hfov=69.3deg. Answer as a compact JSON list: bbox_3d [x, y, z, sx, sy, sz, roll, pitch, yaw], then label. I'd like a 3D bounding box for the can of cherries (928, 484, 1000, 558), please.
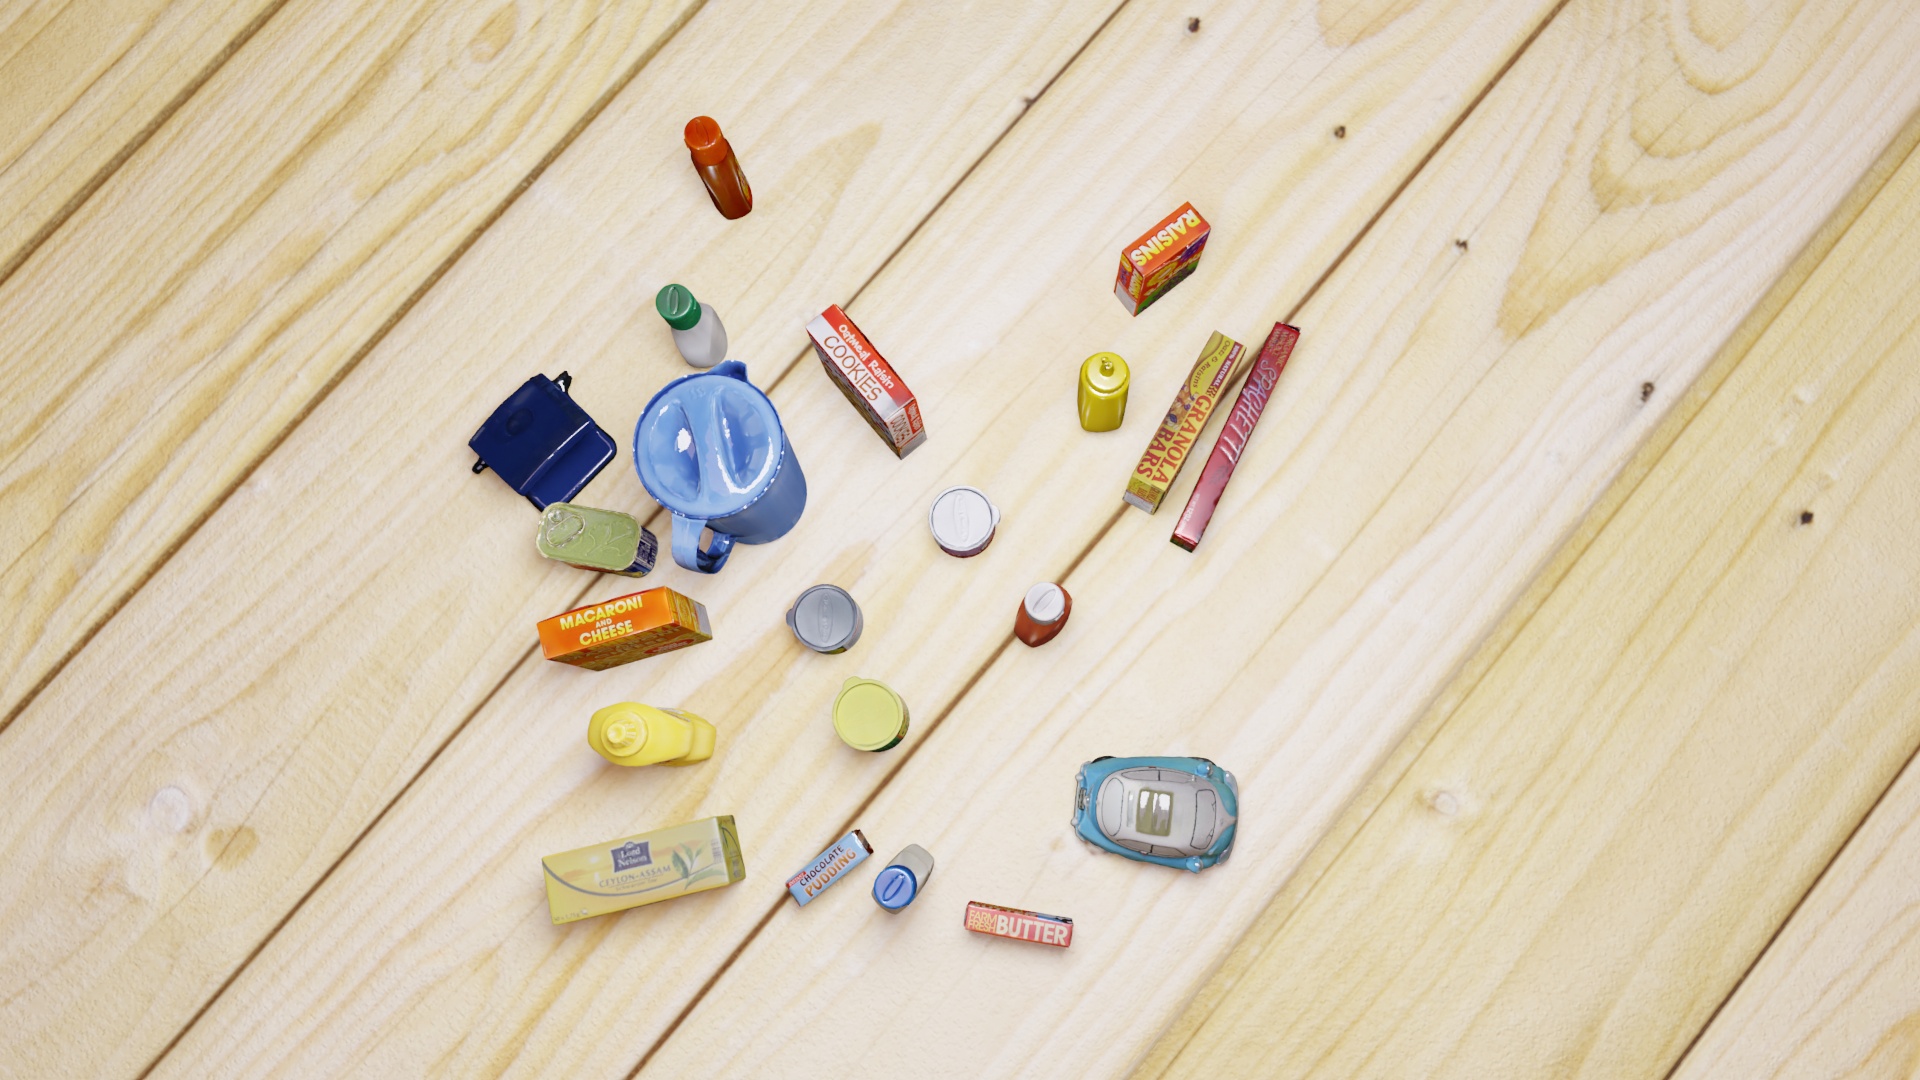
[{"bbox_3d":[0.005,-0.017,1.395,0.071,0.058,0.071,0,80,2],"label":"can of cherries"}]

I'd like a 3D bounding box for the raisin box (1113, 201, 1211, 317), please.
[{"bbox_3d":[0.202,-0.282,1.402,0.086,0.123,0.040,-37,81,-4],"label":"raisin box"}]

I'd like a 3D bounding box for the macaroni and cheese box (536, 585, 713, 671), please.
[{"bbox_3d":[-0.318,0.086,1.333,0.124,0.166,0.040,-16,80,-1],"label":"macaroni and cheese box"}]

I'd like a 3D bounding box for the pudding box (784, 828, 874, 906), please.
[{"bbox_3d":[-0.126,0.316,1.344,0.084,0.049,0.030,-37,81,-4],"label":"pudding box"}]

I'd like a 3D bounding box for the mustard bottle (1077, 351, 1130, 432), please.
[{"bbox_3d":[0.141,-0.151,1.362,0.049,0.160,0.065,-2,80,2],"label":"mustard bottle"}]

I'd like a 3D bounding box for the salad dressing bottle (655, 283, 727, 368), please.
[{"bbox_3d":[-0.270,-0.217,1.396,0.044,0.147,0.064,1,80,3],"label":"salad dressing bottle"}]

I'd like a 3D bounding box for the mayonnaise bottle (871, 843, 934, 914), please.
[{"bbox_3d":[-0.056,0.317,1.291,0.041,0.148,0.065,37,84,8],"label":"mayonnaise bottle"}]

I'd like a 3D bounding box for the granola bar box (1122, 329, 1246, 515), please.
[{"bbox_3d":[0.220,-0.113,1.371,0.039,0.124,0.166,29,82,7],"label":"granola bar box"}]

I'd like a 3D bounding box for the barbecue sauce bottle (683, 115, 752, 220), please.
[{"bbox_3d":[-0.250,-0.385,1.425,0.044,0.148,0.065,-22,80,-1],"label":"barbecue sauce bottle"}]

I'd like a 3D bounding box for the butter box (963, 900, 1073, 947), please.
[{"bbox_3d":[0.055,0.366,1.327,0.103,0.053,0.024,9,81,4],"label":"butter box"}]

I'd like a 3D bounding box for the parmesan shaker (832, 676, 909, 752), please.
[{"bbox_3d":[-0.086,0.168,1.342,0.071,0.103,0.071,0,80,2],"label":"parmesan shaker"}]

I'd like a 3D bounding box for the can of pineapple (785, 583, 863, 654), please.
[{"bbox_3d":[-0.133,0.079,1.383,0.071,0.058,0.071,0,80,2],"label":"can of pineapple"}]

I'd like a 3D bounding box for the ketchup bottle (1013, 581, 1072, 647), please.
[{"bbox_3d":[0.080,0.067,1.331,0.043,0.148,0.065,42,84,8],"label":"ketchup bottle"}]

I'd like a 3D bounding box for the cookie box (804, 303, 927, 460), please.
[{"bbox_3d":[-0.089,-0.153,1.368,0.040,0.167,0.123,-40,81,-4],"label":"cookie box"}]

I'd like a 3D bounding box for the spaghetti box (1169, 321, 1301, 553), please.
[{"bbox_3d":[0.278,-0.106,1.405,0.029,0.050,0.250,26,82,6],"label":"spaghetti box"}]
